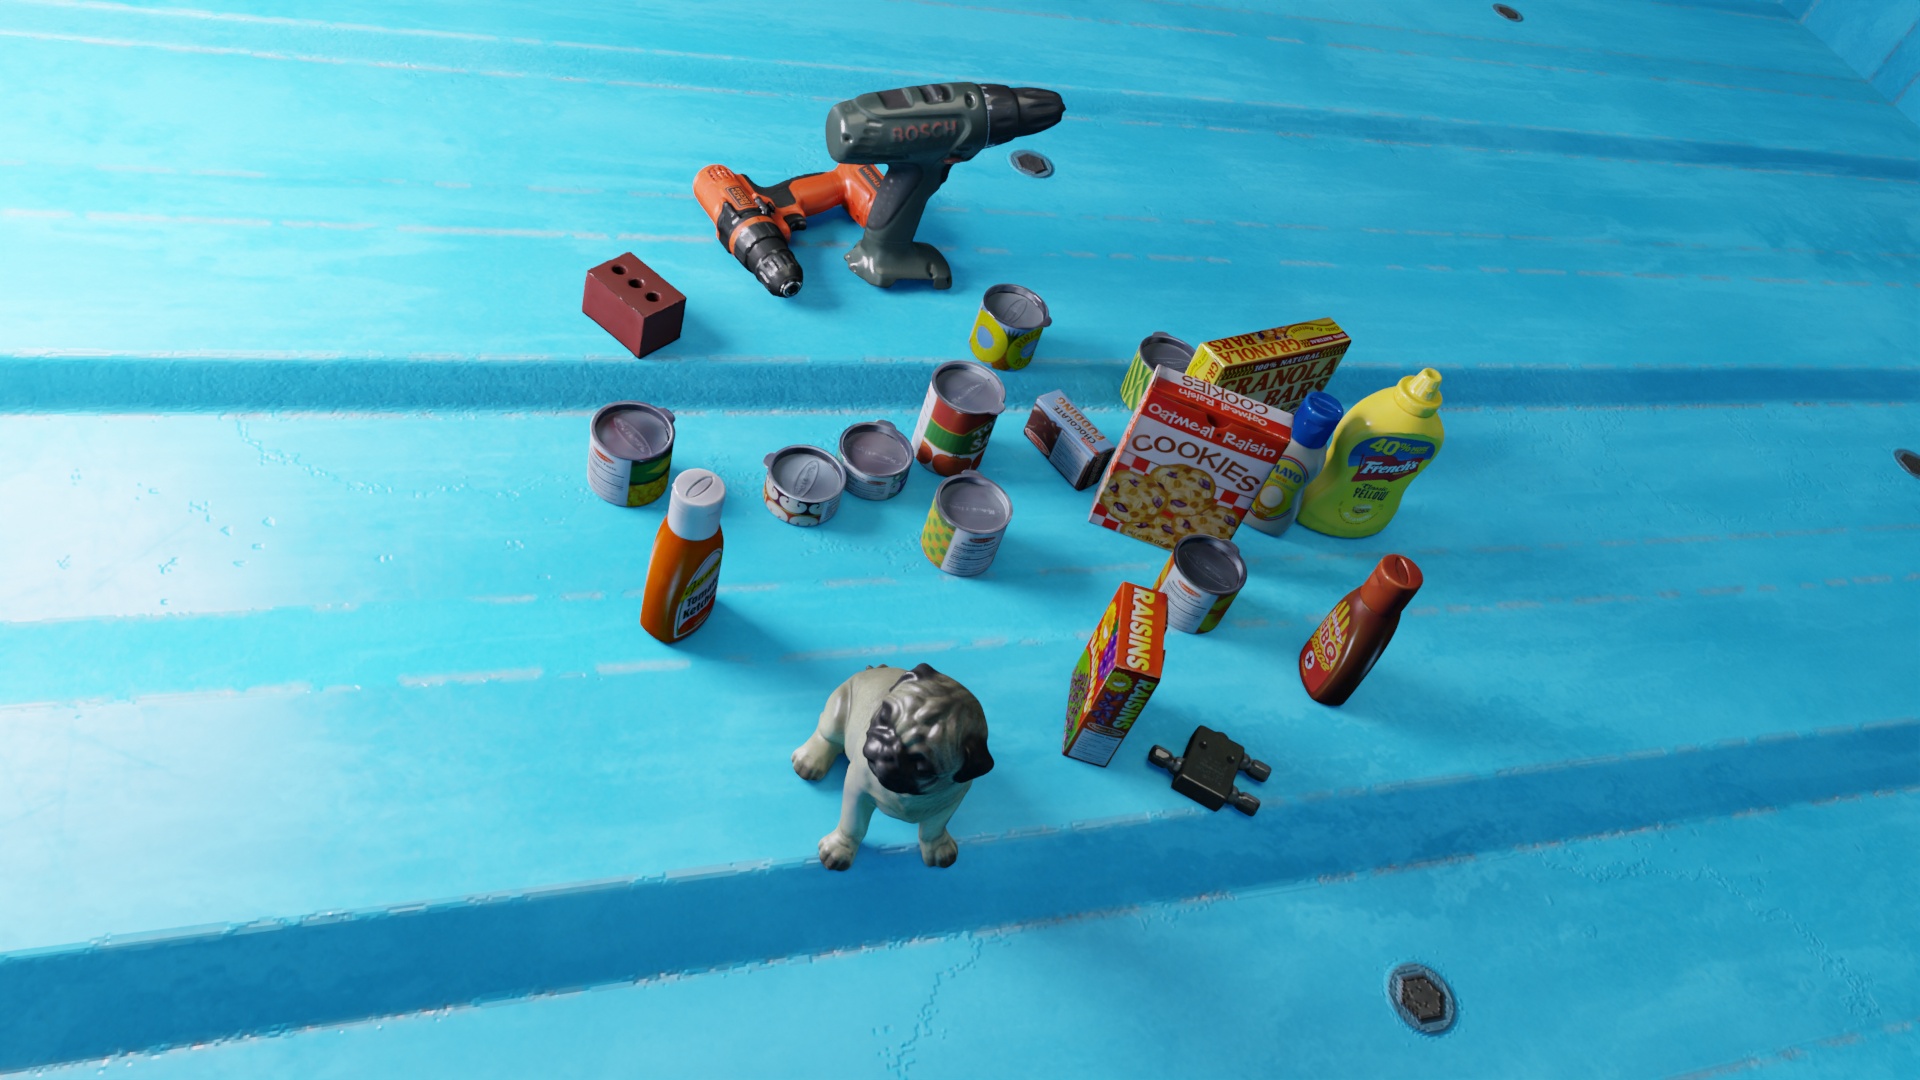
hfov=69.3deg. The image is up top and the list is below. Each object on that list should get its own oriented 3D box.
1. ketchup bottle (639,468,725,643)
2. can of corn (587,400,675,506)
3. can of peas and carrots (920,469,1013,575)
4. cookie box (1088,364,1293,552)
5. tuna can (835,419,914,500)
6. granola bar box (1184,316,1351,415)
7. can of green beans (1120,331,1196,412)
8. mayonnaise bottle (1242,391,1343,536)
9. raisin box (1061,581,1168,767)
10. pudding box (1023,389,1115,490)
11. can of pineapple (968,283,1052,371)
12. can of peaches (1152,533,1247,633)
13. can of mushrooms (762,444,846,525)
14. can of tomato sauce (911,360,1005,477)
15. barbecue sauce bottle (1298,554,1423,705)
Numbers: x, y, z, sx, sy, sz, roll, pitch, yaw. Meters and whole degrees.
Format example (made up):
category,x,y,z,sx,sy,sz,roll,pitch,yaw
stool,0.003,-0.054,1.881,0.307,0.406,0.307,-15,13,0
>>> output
category,x,y,z,sx,sy,sz,roll,pitch,yaw
ketchup bottle,-0.199,0.010,1.012,0.043,0.148,0.065,33,48,11
can of corn,-0.265,-0.071,1.123,0.071,0.058,0.071,10,48,-11
can of peas and carrots,0.004,-0.015,1.165,0.071,0.058,0.071,10,48,-11
cookie box,0.195,-0.061,1.197,0.123,0.166,0.040,20,46,-1
tuna can,-0.075,-0.071,1.205,0.071,0.032,0.071,10,47,-11
granola bar box,0.281,-0.146,1.332,0.166,0.123,0.039,-15,56,-29
can of green beans,0.197,-0.158,1.360,0.071,0.057,0.071,10,48,-11
mayonnaise bottle,0.296,-0.070,1.254,0.065,0.147,0.041,27,47,6
raisin box,0.118,0.103,1.056,0.040,0.122,0.086,17,47,-4
pudding box,0.099,-0.093,1.273,0.030,0.049,0.084,-24,61,-34
can of pineapple,0.048,-0.206,1.350,0.071,0.057,0.071,10,48,-11
can of peaches,0.205,0.037,1.189,0.071,0.057,0.071,10,48,-11
can of mushrooms,-0.133,-0.047,1.164,0.071,0.033,0.071,10,47,-11
can of tomato sauce,-0.001,-0.106,1.227,0.071,0.082,0.071,10,48,-11
barbecue sauce bottle,0.328,0.071,1.139,0.044,0.147,0.065,10,47,-10
